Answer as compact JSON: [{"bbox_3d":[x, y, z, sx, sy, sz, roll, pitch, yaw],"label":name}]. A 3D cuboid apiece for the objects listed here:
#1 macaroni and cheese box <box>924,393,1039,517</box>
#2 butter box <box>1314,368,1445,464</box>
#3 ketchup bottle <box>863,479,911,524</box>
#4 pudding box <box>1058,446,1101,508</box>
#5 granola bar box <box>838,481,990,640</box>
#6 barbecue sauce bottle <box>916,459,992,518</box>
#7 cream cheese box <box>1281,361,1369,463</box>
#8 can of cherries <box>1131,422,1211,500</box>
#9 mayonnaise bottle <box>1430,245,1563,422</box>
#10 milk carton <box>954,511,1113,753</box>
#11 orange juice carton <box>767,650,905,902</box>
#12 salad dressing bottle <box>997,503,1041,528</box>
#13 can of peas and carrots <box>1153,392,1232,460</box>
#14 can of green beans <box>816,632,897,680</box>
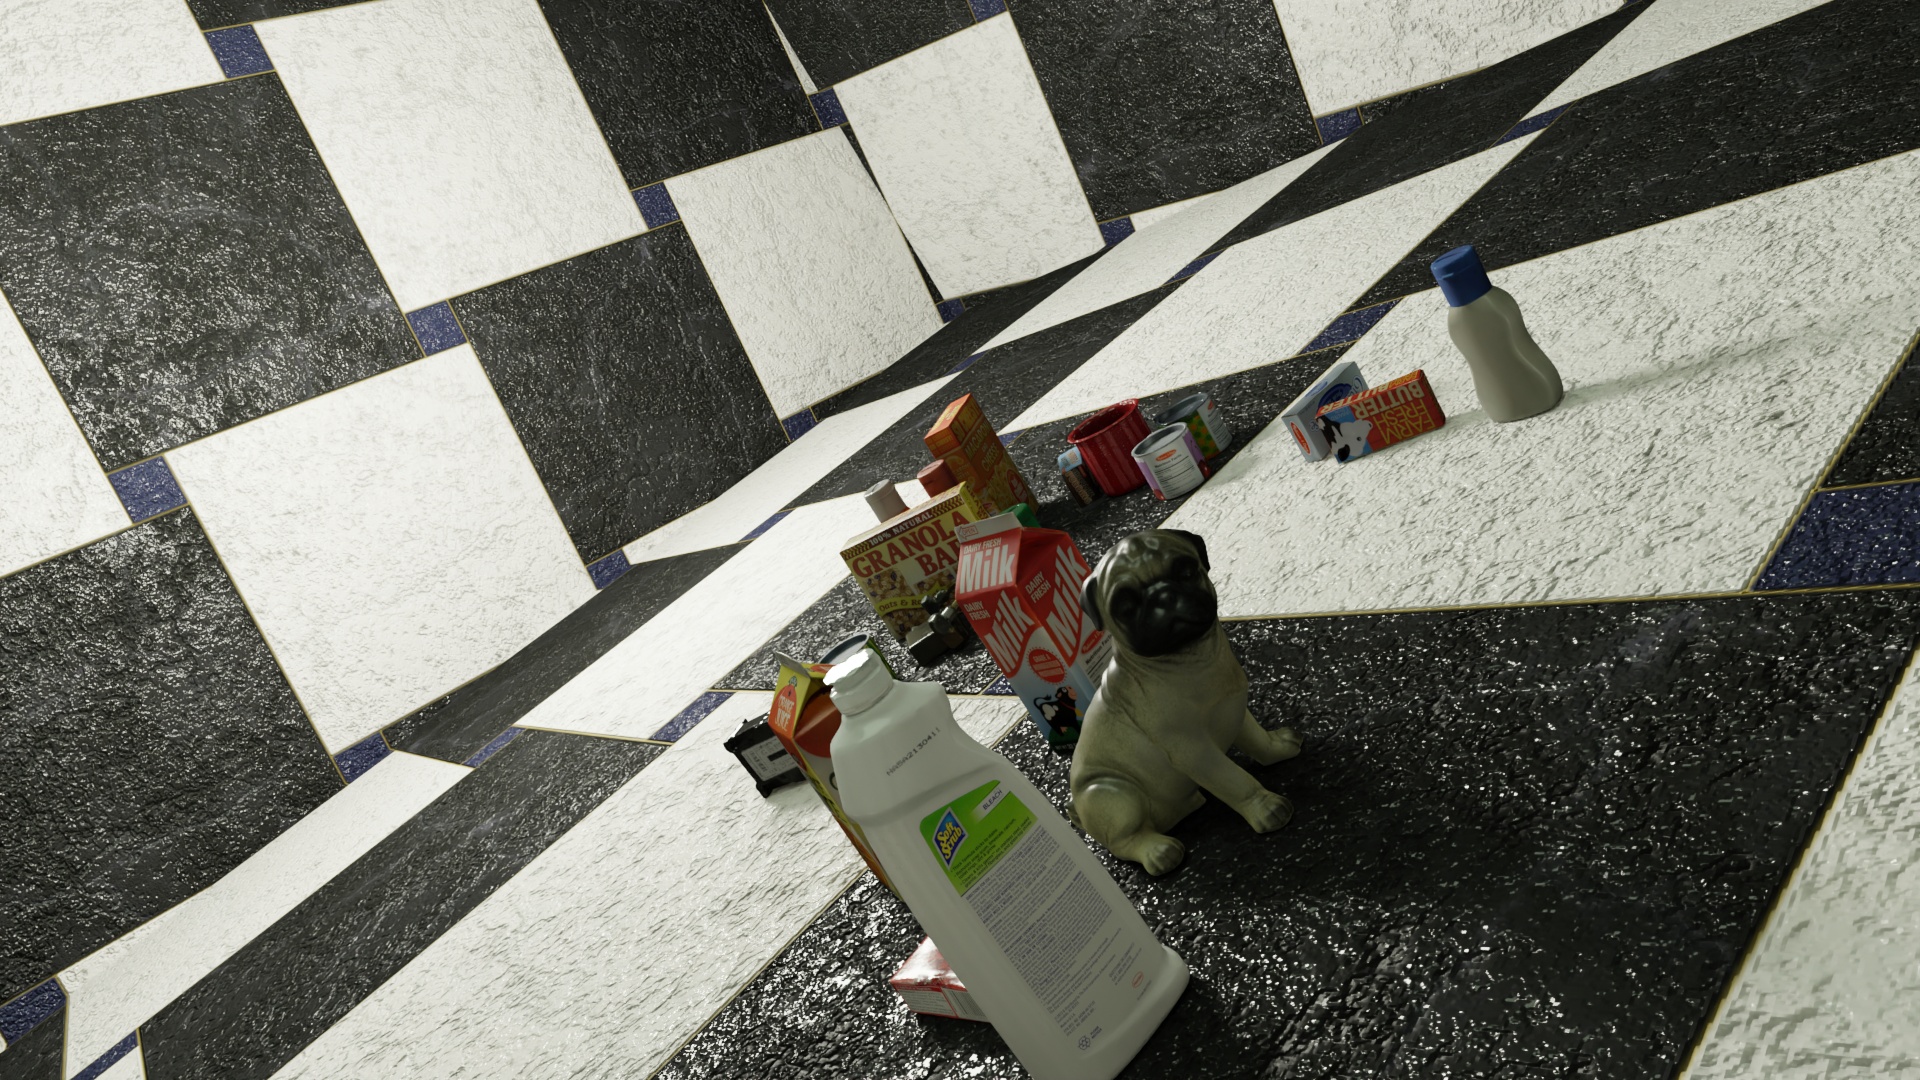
[{"bbox_3d":[0.027,-0.080,1.659,0.040,0.166,0.124,-26,15,23],"label":"macaroni and cheese box"},{"bbox_3d":[0.379,-0.111,1.254,0.103,0.053,0.024,-22,17,35],"label":"butter box"},{"bbox_3d":[-0.058,-0.001,1.608,0.043,0.148,0.065,-28,14,17],"label":"ketchup bottle"},{"bbox_3d":[0.140,-0.076,1.645,0.030,0.049,0.084,-30,14,11],"label":"pudding box"},{"bbox_3d":[-0.032,0.024,1.521,0.165,0.124,0.039,-25,15,26],"label":"granola bar box"},{"bbox_3d":[0.005,-0.019,1.538,0.064,0.148,0.044,-21,18,40],"label":"barbecue sauce bottle"},{"bbox_3d":[0.358,-0.125,1.344,0.104,0.053,0.024,-40,16,-29],"label":"cream cheese box"},{"bbox_3d":[0.225,-0.085,1.478,0.071,0.058,0.072,-30,14,8],"label":"can of cherries"},{"bbox_3d":[0.435,-0.169,1.138,0.064,0.148,0.041,-16,21,49],"label":"mayonnaise bottle"},{"bbox_3d":[0.066,0.063,1.050,0.072,0.190,0.074,-16,21,49],"label":"milk carton"},{"bbox_3d":[-0.075,0.160,1.014,0.073,0.192,0.072,-36,14,-16],"label":"orange juice carton"},{"bbox_3d":[0.078,0.038,1.194,0.044,0.147,0.064,-17,21,48],"label":"salad dressing bottle"},{"bbox_3d":[0.256,-0.121,1.534,0.071,0.058,0.071,-30,14,8],"label":"can of peas and carrots"},{"bbox_3d":[-0.107,0.137,1.434,0.071,0.057,0.071,-30,14,8],"label":"can of green beans"}]
